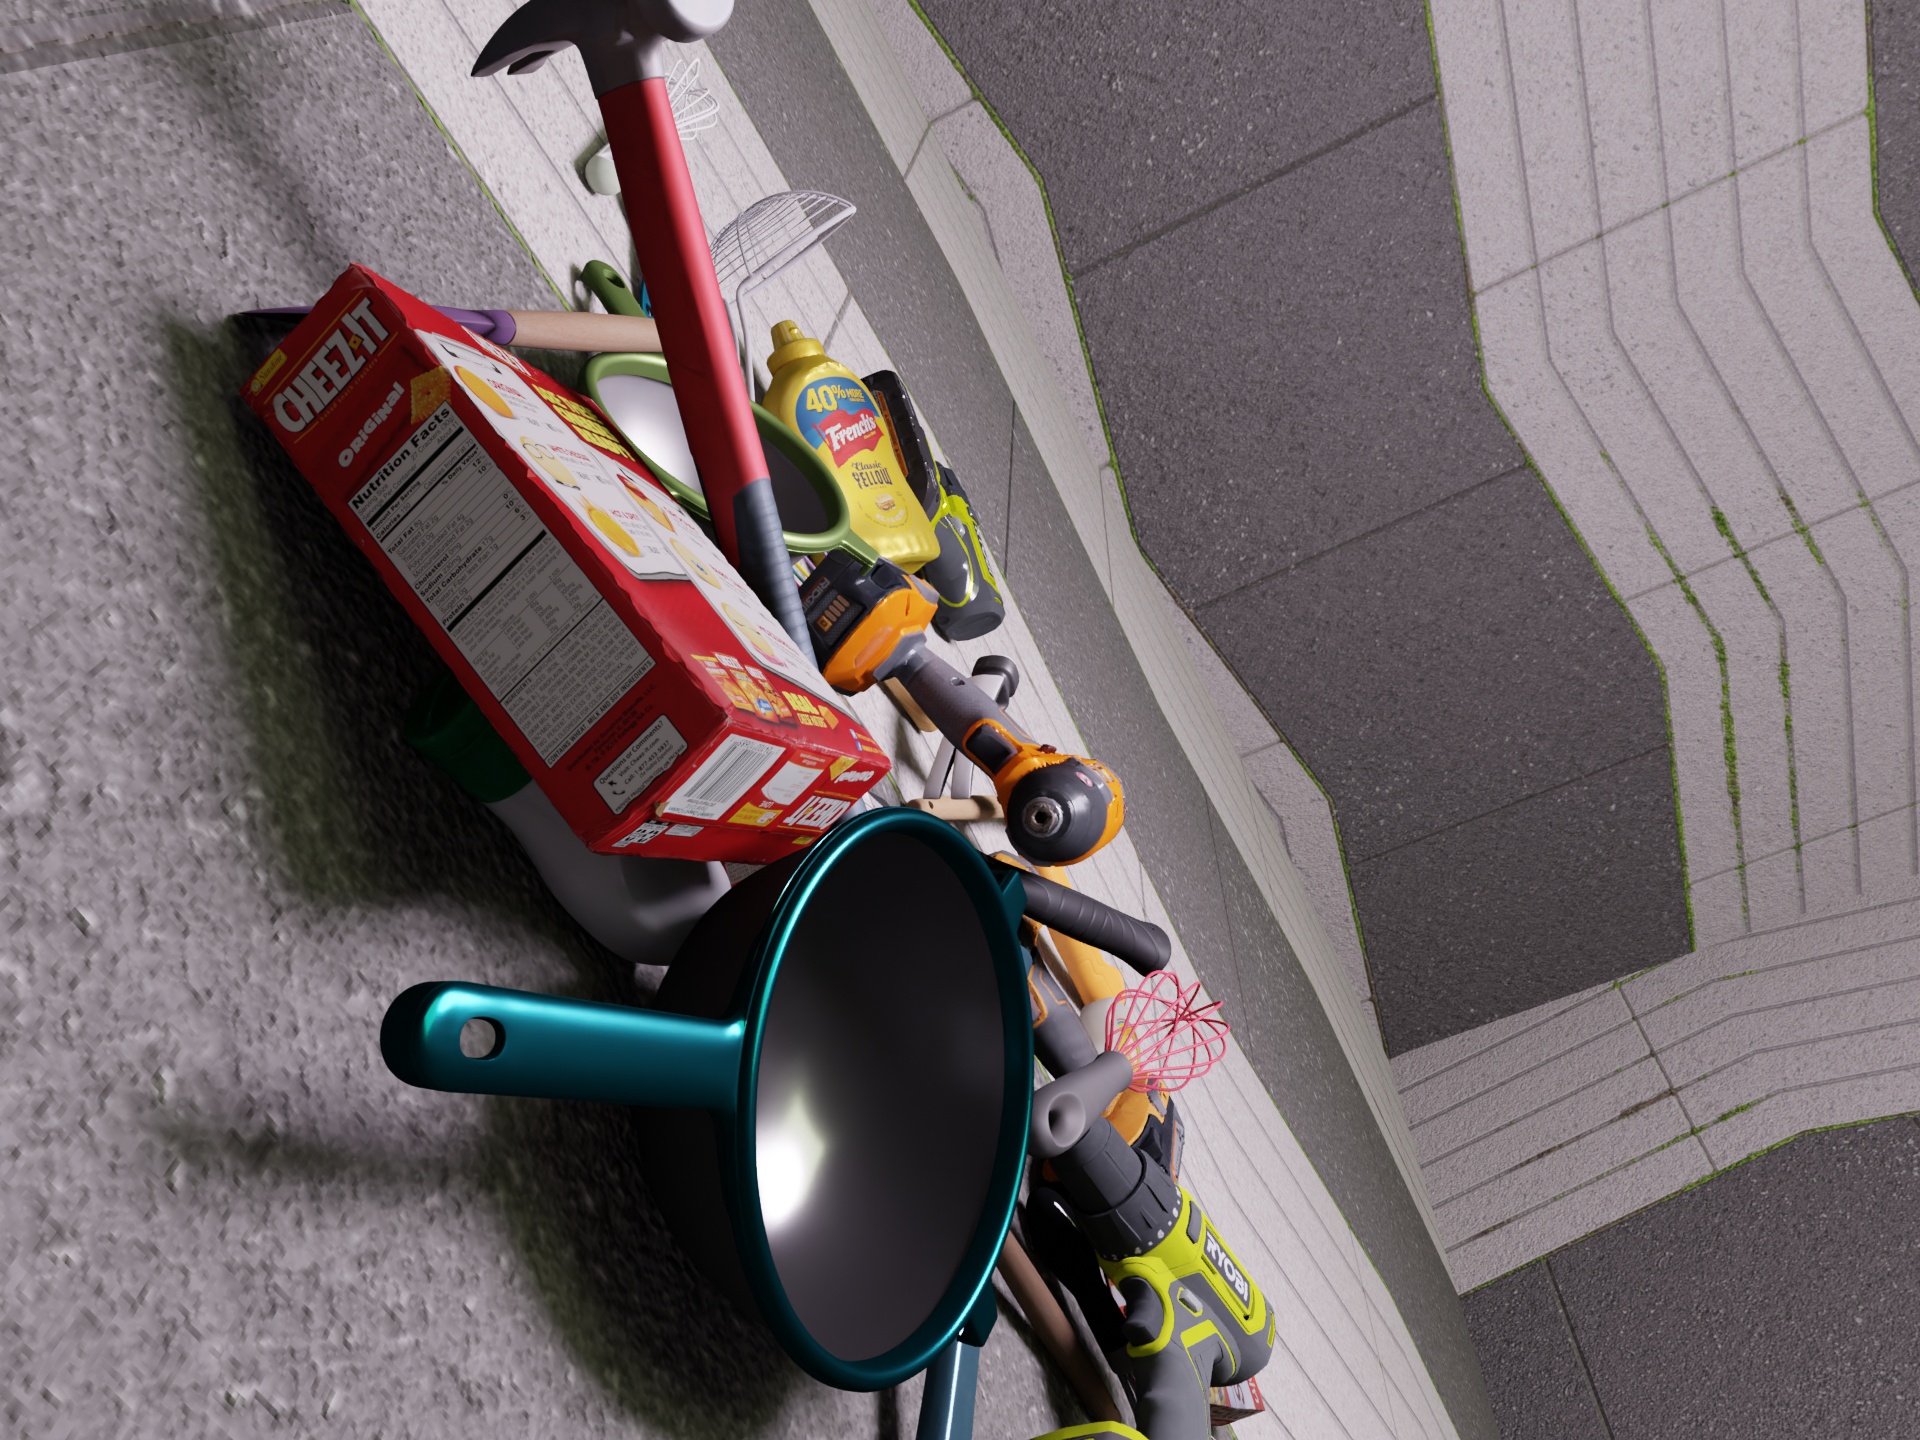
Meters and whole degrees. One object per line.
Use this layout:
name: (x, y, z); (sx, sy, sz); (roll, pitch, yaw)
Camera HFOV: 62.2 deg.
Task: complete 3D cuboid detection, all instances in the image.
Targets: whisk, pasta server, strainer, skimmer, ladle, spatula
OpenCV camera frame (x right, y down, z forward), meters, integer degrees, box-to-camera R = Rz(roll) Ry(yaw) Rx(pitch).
whisk: (-0.064, -0.064, 1.055); (0.244, 0.047, 0.051); (56, 21, -47)
pasta server: (0.018, 0.285, 0.840); (0.060, 0.040, 0.316); (-91, 157, -57)
strainer: (-0.159, -0.149, 0.826); (0.151, 0.069, 0.257); (11, 35, -45)
whisk: (-0.205, -0.390, 1.050); (0.057, 0.059, 0.247); (23, 32, -10)
strainer: (-0.088, 0.123, 0.560); (0.340, 0.095, 0.211); (27, 64, -56)
whisk: (0.111, 0.402, 0.940); (0.284, 0.070, 0.070); (61, 14, -1)
skimmer: (-0.109, -0.184, 0.977); (0.090, 0.127, 0.364); (24, 50, -43)
whisk: (0.091, 0.191, 0.884); (0.295, 0.073, 0.073); (-5, 72, -67)
ladle: (0.024, 0.069, 1.186); (0.320, 0.062, 0.078); (6, 63, -66)
spatula: (-0.185, -0.172, 0.699); (0.316, 0.060, 0.018); (-34, 127, -69)

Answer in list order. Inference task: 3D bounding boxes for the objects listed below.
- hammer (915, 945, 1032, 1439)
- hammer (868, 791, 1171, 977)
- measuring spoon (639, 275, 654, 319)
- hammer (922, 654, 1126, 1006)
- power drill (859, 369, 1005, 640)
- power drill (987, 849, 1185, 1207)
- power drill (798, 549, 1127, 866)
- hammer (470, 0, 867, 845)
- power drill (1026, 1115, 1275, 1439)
hammer: (0.004, 0.235, 0.732); (0.331, 0.033, 0.128); (-80, 149, -46)
hammer: (0.025, 0.091, 0.913); (0.334, 0.035, 0.146); (29, 12, -48)
measuring spoon: (-0.196, -0.286, 0.989); (0.042, 0.021, 0.129); (48, 32, -47)
hammer: (0.060, 0.115, 1.158); (0.336, 0.034, 0.127); (65, 34, -38)
power drill: (-0.037, -0.176, 1.263); (0.223, 0.080, 0.171); (43, 28, -66)
power drill: (0.051, 0.201, 0.981); (0.226, 0.084, 0.185); (61, 15, -3)
power drill: (-0.001, -0.003, 0.923); (0.226, 0.084, 0.164); (42, 7, 8)
hammer: (-0.108, -0.108, 0.675); (0.038, 0.143, 0.386); (-26, 109, -42)
power drill: (0.093, 0.336, 0.835); (0.190, 0.080, 0.229); (55, 27, -19)
